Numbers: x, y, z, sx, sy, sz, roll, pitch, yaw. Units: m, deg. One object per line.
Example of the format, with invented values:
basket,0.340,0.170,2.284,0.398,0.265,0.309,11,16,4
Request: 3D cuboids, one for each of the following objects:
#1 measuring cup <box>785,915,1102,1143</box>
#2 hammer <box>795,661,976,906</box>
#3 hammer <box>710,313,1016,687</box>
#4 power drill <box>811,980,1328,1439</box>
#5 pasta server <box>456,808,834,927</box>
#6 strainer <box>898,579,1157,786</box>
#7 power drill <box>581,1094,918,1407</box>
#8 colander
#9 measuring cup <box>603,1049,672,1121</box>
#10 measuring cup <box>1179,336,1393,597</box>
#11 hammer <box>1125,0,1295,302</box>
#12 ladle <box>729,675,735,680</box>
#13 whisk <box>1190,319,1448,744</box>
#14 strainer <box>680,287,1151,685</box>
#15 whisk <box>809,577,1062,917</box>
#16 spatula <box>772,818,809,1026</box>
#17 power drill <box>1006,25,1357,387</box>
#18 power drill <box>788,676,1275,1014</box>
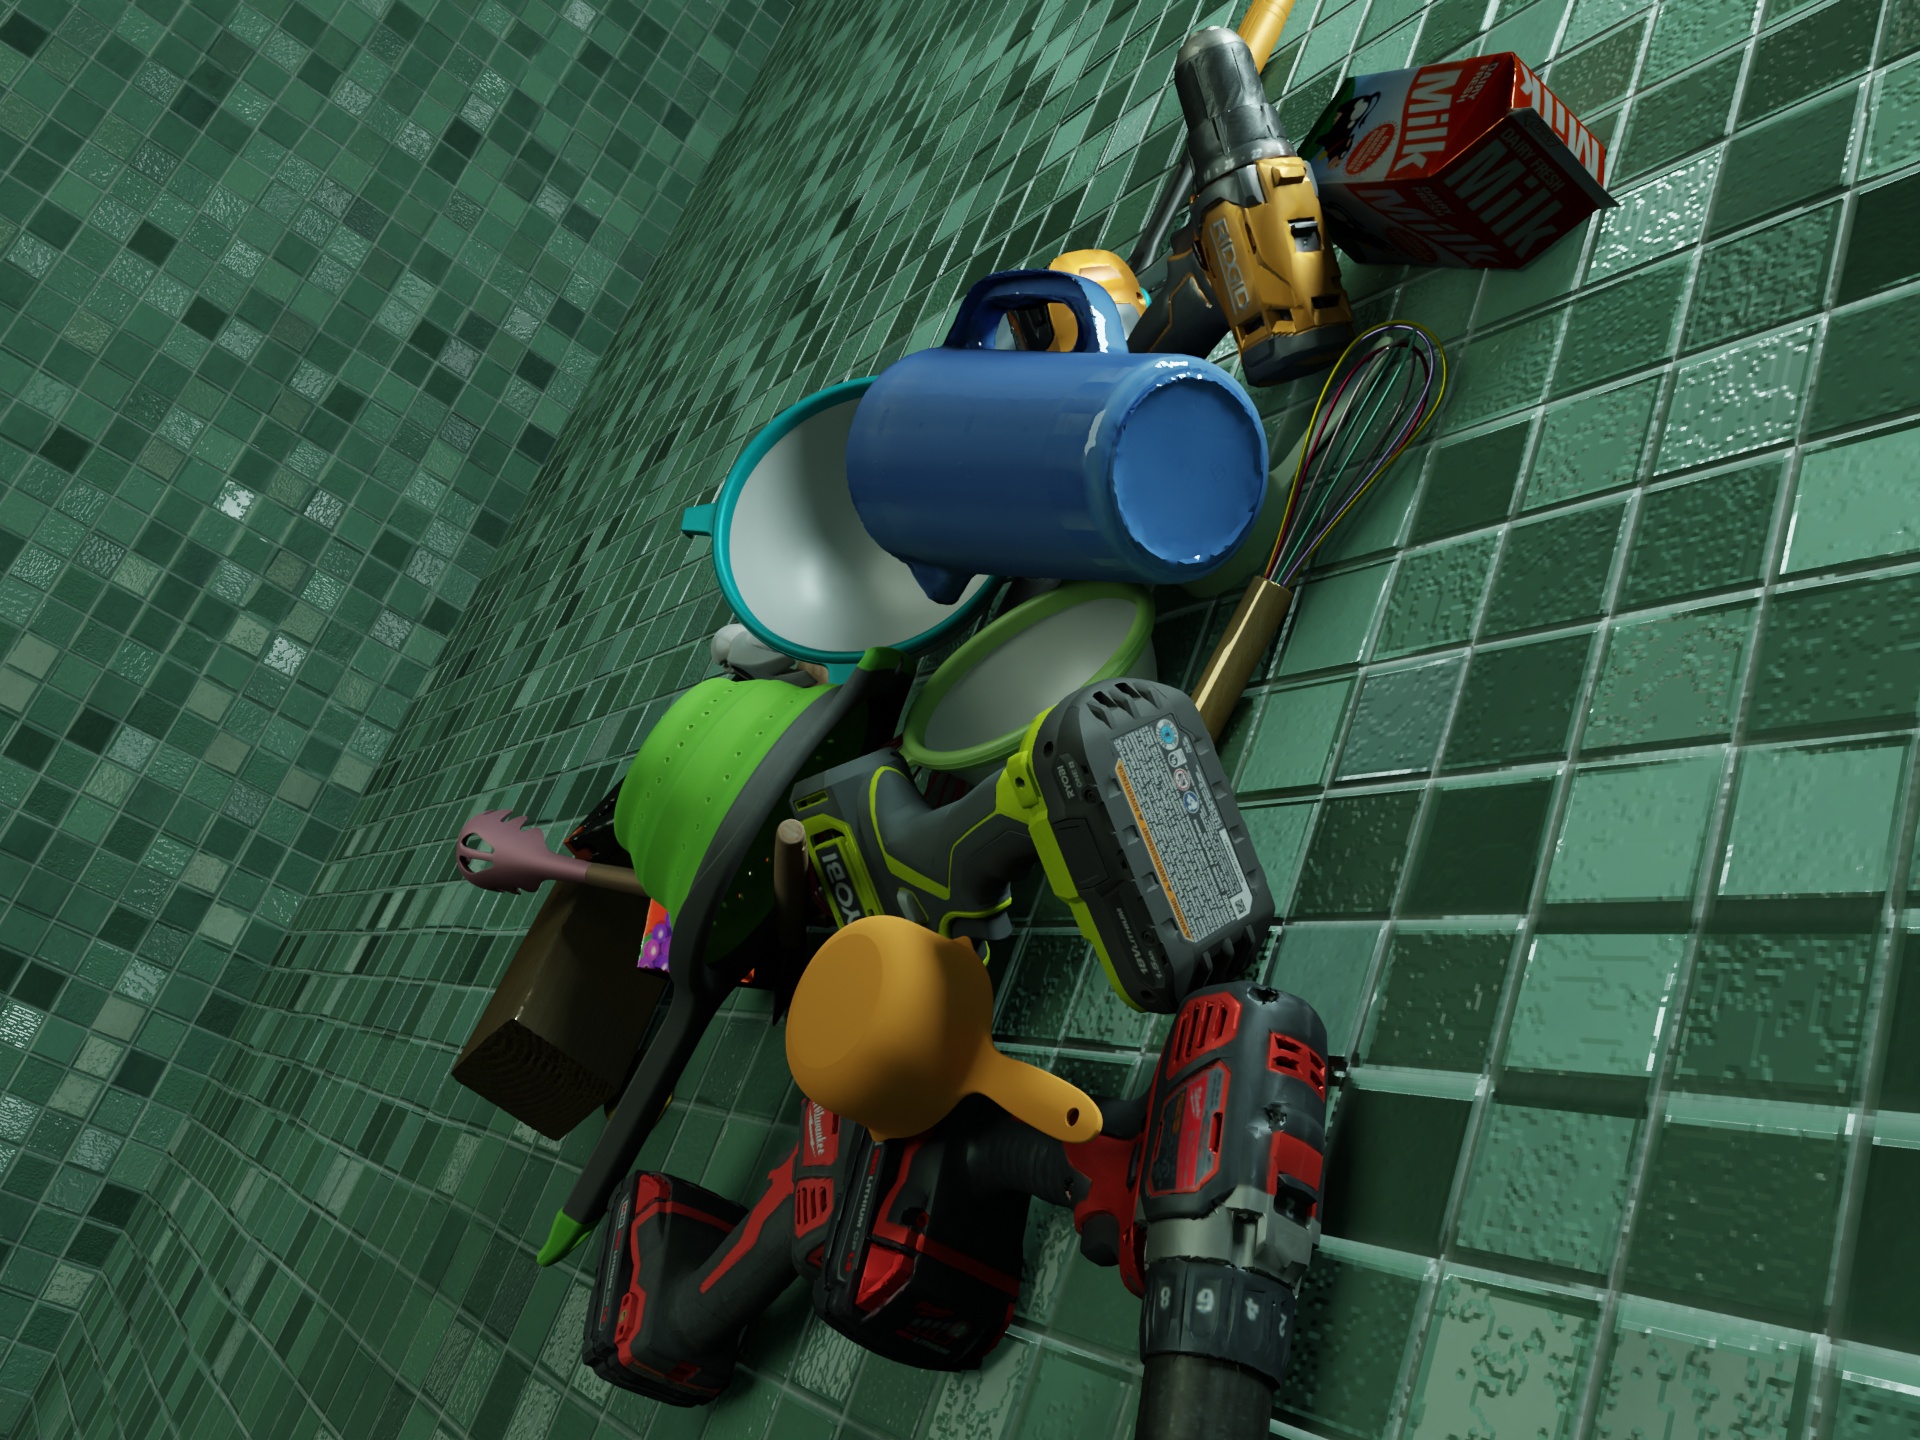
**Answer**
measuring cup,-0.012,0.131,0.639,0.174,0.052,0.095,10,73,57
hammer,-0.074,0.025,1.080,0.130,0.031,0.332,-53,25,9
hammer,-0.038,-0.184,1.177,0.386,0.038,0.143,-54,27,-12
power drill,0.042,0.208,0.616,0.226,0.080,0.188,-25,41,45
pasta server,-0.222,0.107,1.075,0.316,0.040,0.060,7,93,24
strainer,0.067,-0.037,0.872,0.151,0.069,0.256,-18,27,36
power drill,-0.097,0.247,0.810,0.219,0.078,0.143,-42,29,31
colander,-0.164,0.115,0.889,0.397,0.094,0.204,-61,-11,4
measuring cup,-0.206,0.210,1.107,0.062,0.029,0.157,-14,52,56
measuring cup,0.160,-0.141,0.835,0.167,0.038,0.083,-52,26,18
hammer,0.186,-0.433,1.128,0.127,0.034,0.337,0,61,62
ladle,-0.139,-0.067,1.310,0.315,0.031,0.069,-36,36,42
whisk,0.165,-0.083,0.765,0.245,0.047,0.051,-62,13,1
strainer,-0.001,-0.156,1.054,0.340,0.095,0.211,-40,63,-6
whisk,-0.001,-0.003,0.911,0.073,0.073,0.296,-23,29,51
spatula,-0.092,0.113,0.863,0.315,0.018,0.060,105,-176,-66
power drill,0.115,-0.257,0.897,0.226,0.084,0.185,-18,88,60
power drill,0.024,0.080,0.724,0.080,0.171,0.223,-21,-1,-42
